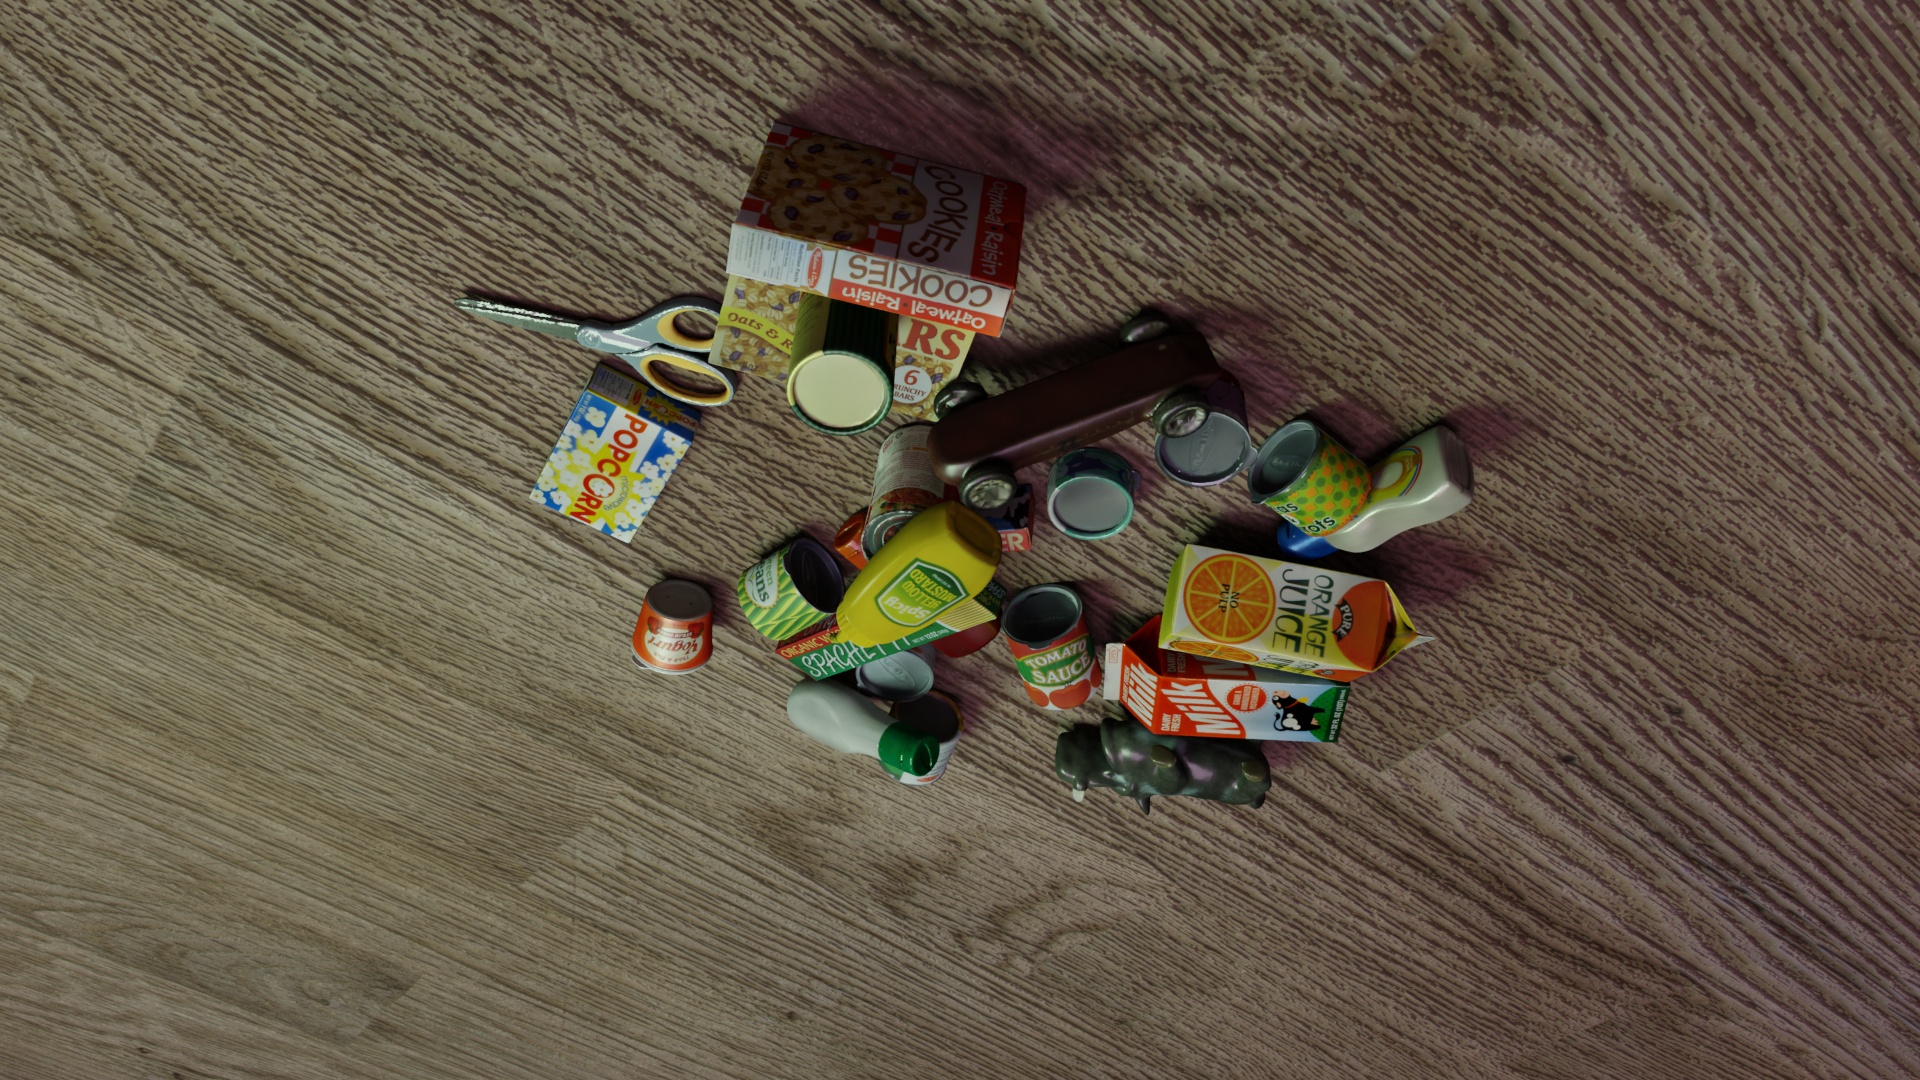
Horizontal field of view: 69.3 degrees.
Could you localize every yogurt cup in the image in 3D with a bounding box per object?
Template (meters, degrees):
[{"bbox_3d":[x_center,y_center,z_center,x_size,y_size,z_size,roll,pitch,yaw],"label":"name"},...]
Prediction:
[{"bbox_3d":[-0.236,0.069,1.149,0.072,0.073,0.053,13,124,-6],"label":"yogurt cup"}]

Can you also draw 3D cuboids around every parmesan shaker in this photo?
[{"bbox_3d":[-0.073,-0.119,0.871,0.071,0.103,0.071,0,132,0],"label":"parmesan shaker"}]

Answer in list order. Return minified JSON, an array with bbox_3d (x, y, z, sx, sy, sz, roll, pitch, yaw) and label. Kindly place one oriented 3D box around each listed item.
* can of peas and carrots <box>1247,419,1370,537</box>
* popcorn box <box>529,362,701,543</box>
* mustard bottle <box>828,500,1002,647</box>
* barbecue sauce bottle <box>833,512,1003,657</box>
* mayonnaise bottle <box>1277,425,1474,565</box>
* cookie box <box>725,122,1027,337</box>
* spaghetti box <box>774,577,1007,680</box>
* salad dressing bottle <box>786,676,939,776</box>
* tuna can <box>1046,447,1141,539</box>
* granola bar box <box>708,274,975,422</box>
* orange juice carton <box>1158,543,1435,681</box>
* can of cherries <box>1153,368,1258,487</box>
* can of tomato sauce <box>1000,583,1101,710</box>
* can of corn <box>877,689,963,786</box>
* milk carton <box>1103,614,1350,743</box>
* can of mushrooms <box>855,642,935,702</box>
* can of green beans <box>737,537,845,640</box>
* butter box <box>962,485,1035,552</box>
[{"bbox_3d":[0.248,-0.042,0.993,0.058,0.071,0.070,33,127,-23],"label":"can of peas and carrots"},{"bbox_3d":[-0.260,-0.064,1.046,0.085,0.038,0.126,26,129,-18],"label":"popcorn box"},{"bbox_3d":[-0.041,0.036,0.966,0.065,0.049,0.159,35,126,-22],"label":"mustard bottle"},{"bbox_3d":[-0.036,0.035,1.110,0.064,0.044,0.148,-29,123,36],"label":"barbecue sauce bottle"},{"bbox_3d":[0.299,-0.025,1.009,0.041,0.065,0.147,32,137,-27],"label":"mayonnaise bottle"},{"bbox_3d":[-0.047,-0.192,0.850,0.167,0.123,0.040,13,133,-6],"label":"cookie box"},{"bbox_3d":[-0.062,0.065,1.098,0.050,0.029,0.249,39,144,-23],"label":"spaghetti box"},{"bbox_3d":[-0.083,0.158,1.177,0.148,0.044,0.064,19,135,38],"label":"salad dressing bottle"},{"bbox_3d":[0.100,-0.034,1.040,0.071,0.033,0.070,3,133,4],"label":"tuna can"},{"bbox_3d":[-0.074,-0.156,0.935,0.166,0.039,0.123,14,131,-12],"label":"granola bar box"},{"bbox_3d":[0.255,0.060,1.056,0.193,0.073,0.071,11,168,3],"label":"orange juice carton"},{"bbox_3d":[0.171,-0.080,0.975,0.071,0.059,0.071,3,131,3],"label":"can of cherries"},{"bbox_3d":[0.076,0.089,1.129,0.071,0.071,0.082,-9,131,14],"label":"can of tomato sauce"},{"bbox_3d":[-0.037,0.170,1.220,0.071,0.071,0.058,15,131,-8],"label":"can of corn"},{"bbox_3d":[0.213,0.111,1.134,0.191,0.074,0.072,2,132,4],"label":"milk carton"},{"bbox_3d":[-0.057,0.105,1.183,0.071,0.034,0.070,2,133,3],"label":"can of mushrooms"},{"bbox_3d":[-0.135,0.039,1.109,0.057,0.071,0.071,-28,124,28],"label":"can of green beans"},{"bbox_3d":[0.004,-0.013,1.056,0.103,0.053,0.024,-5,129,10],"label":"butter box"}]
